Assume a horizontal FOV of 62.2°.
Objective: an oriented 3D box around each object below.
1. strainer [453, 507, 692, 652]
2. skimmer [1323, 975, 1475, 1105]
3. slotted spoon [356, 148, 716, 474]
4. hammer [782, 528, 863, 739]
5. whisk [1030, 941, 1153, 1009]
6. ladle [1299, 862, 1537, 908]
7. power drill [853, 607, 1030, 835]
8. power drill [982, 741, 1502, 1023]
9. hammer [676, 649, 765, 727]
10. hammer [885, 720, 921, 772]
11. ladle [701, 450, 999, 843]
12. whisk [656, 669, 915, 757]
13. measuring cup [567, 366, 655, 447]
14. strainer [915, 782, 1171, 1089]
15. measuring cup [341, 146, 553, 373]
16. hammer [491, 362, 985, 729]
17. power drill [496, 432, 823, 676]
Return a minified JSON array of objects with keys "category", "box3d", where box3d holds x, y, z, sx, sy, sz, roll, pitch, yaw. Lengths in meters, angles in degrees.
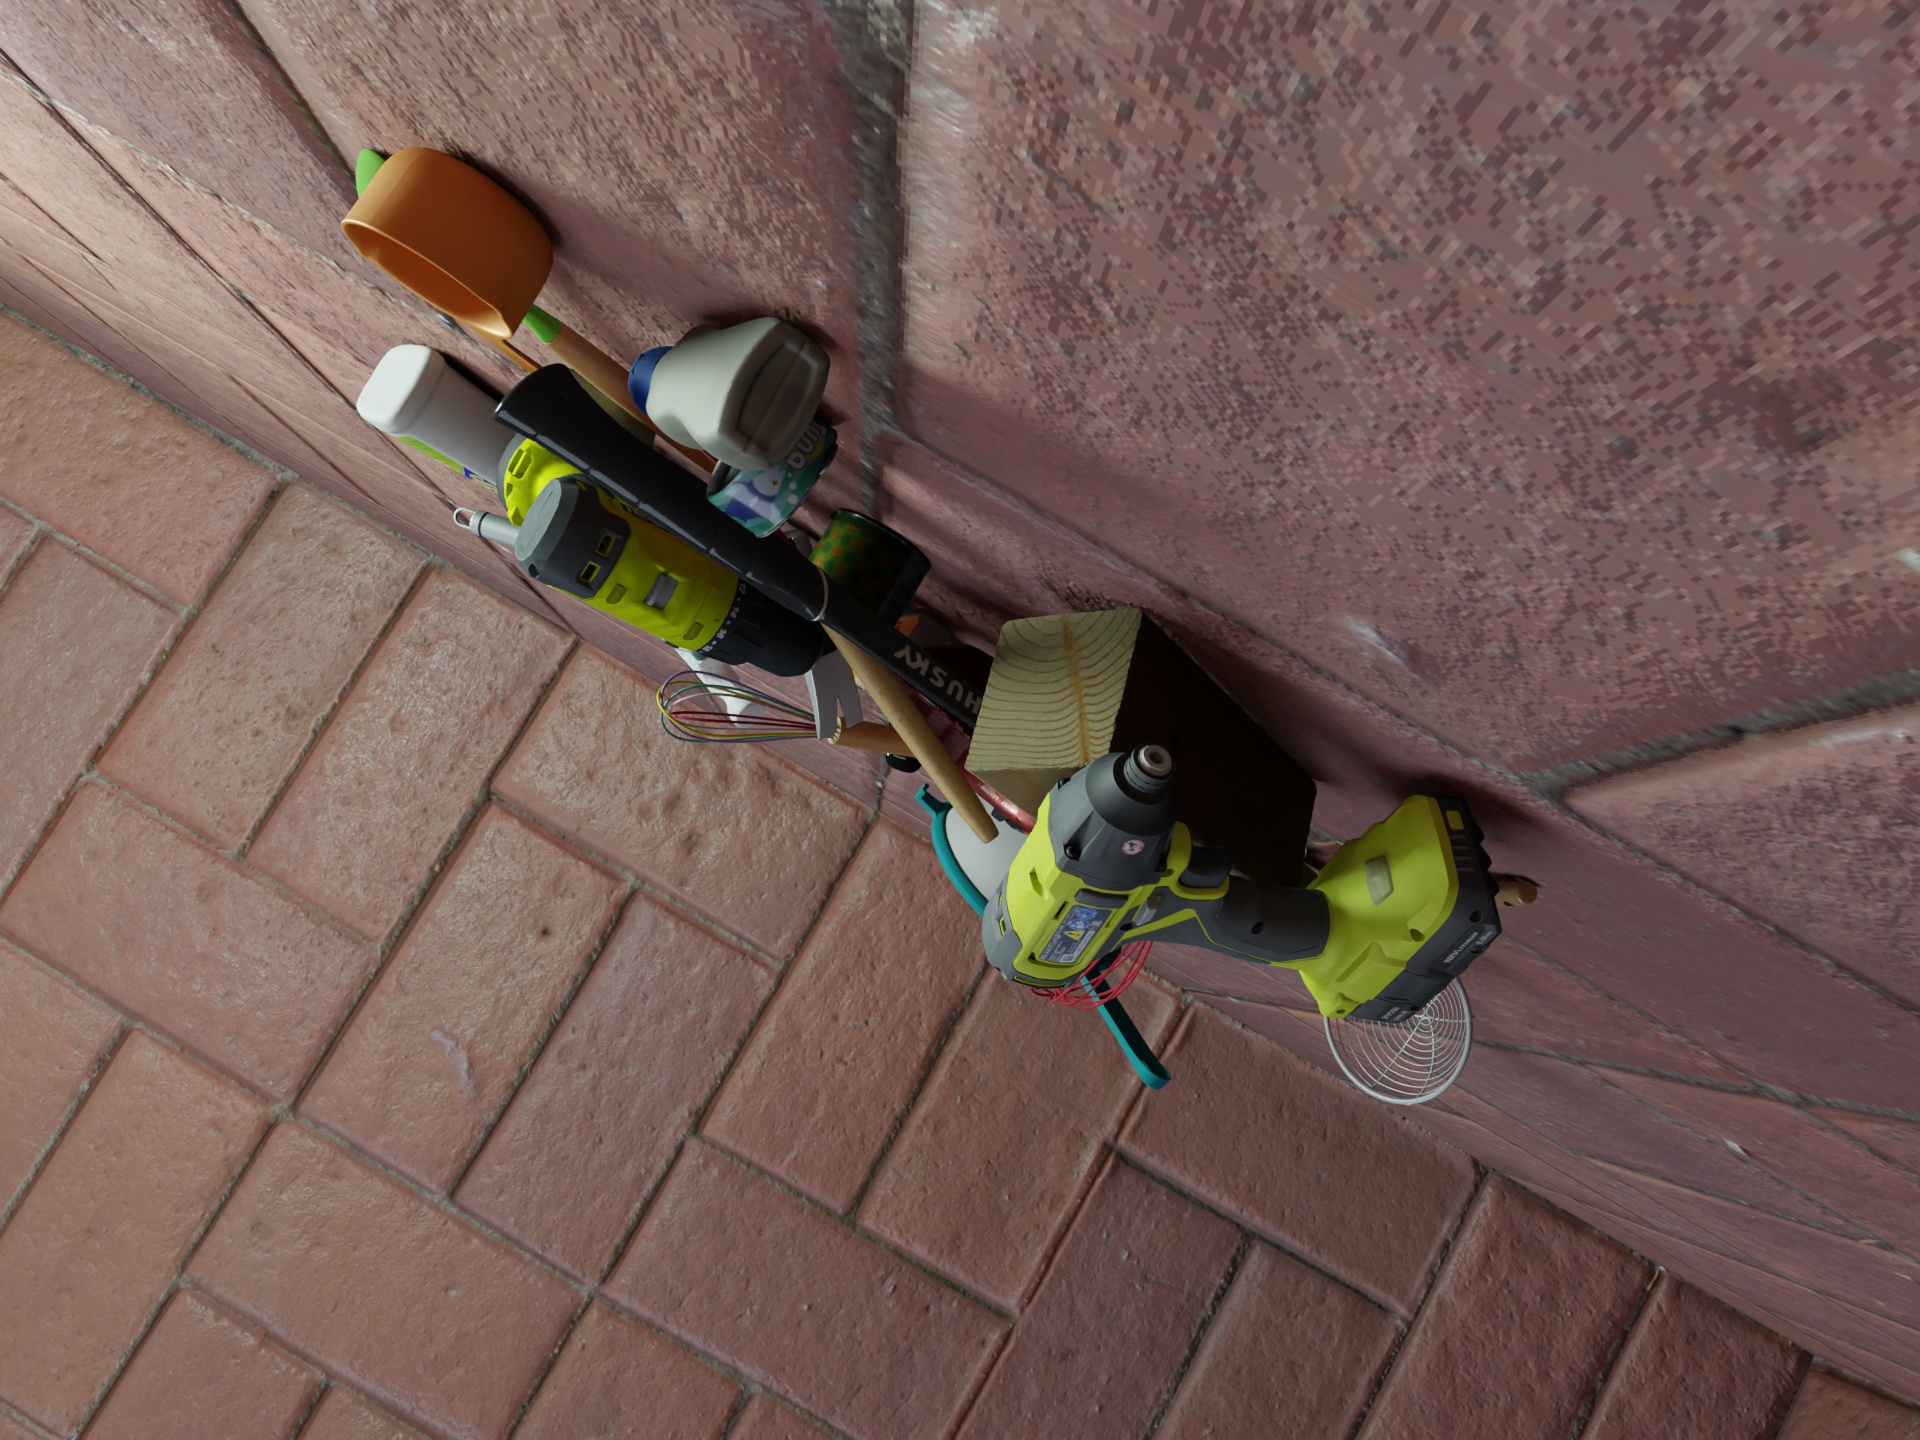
[{"category":"strainer","box3d":[-0.252,-0.114,1.147,0.258,0.087,0.050,18,-163,11]},{"category":"skimmer","box3d":[0.212,0.158,1.201,0.363,0.127,0.090,29,-156,5]},{"category":"slotted spoon","box3d":[-0.206,-0.199,0.881,0.070,0.031,0.313,29,175,46]},{"category":"hammer","box3d":[-0.159,-0.086,1.198,0.335,0.035,0.146,27,137,62]},{"category":"whisk","box3d":[0.129,0.117,1.060,0.073,0.073,0.295,31,136,-8]},{"category":"ladle","box3d":[0.275,0.107,1.027,0.078,0.062,0.320,33,165,-9]},{"category":"power drill","box3d":[-0.002,-0.004,1.162,0.226,0.084,0.185,38,170,-19]},{"category":"power drill","box3d":[0.140,0.080,0.783,0.223,0.080,0.171,9,141,-15]},{"category":"hammer","box3d":[-0.245,-0.119,1.237,0.128,0.033,0.330,46,169,32]},{"category":"hammer","box3d":[0.097,0.060,1.268,0.337,0.034,0.127,24,148,8]},{"category":"ladle","box3d":[-0.073,-0.060,0.887,0.315,0.031,0.069,54,-177,-6]},{"category":"whisk","box3d":[-0.113,0.008,1.186,0.244,0.051,0.047,10,-167,-33]},{"category":"measuring cup","box3d":[-0.180,-0.162,0.964,0.167,0.038,0.083,27,-173,-20]},{"category":"strainer","box3d":[0.111,0.159,1.381,0.210,0.095,0.341,16,-150,-43]},{"category":"measuring cup","box3d":[-0.219,-0.211,0.773,0.095,0.052,0.173,26,174,26]},{"category":"hammer","box3d":[-0.065,-0.053,0.845,0.408,0.149,0.036,34,146,-26]},{"category":"power drill","box3d":[-0.195,-0.107,1.001,0.190,0.080,0.229,26,-170,-33]}]
